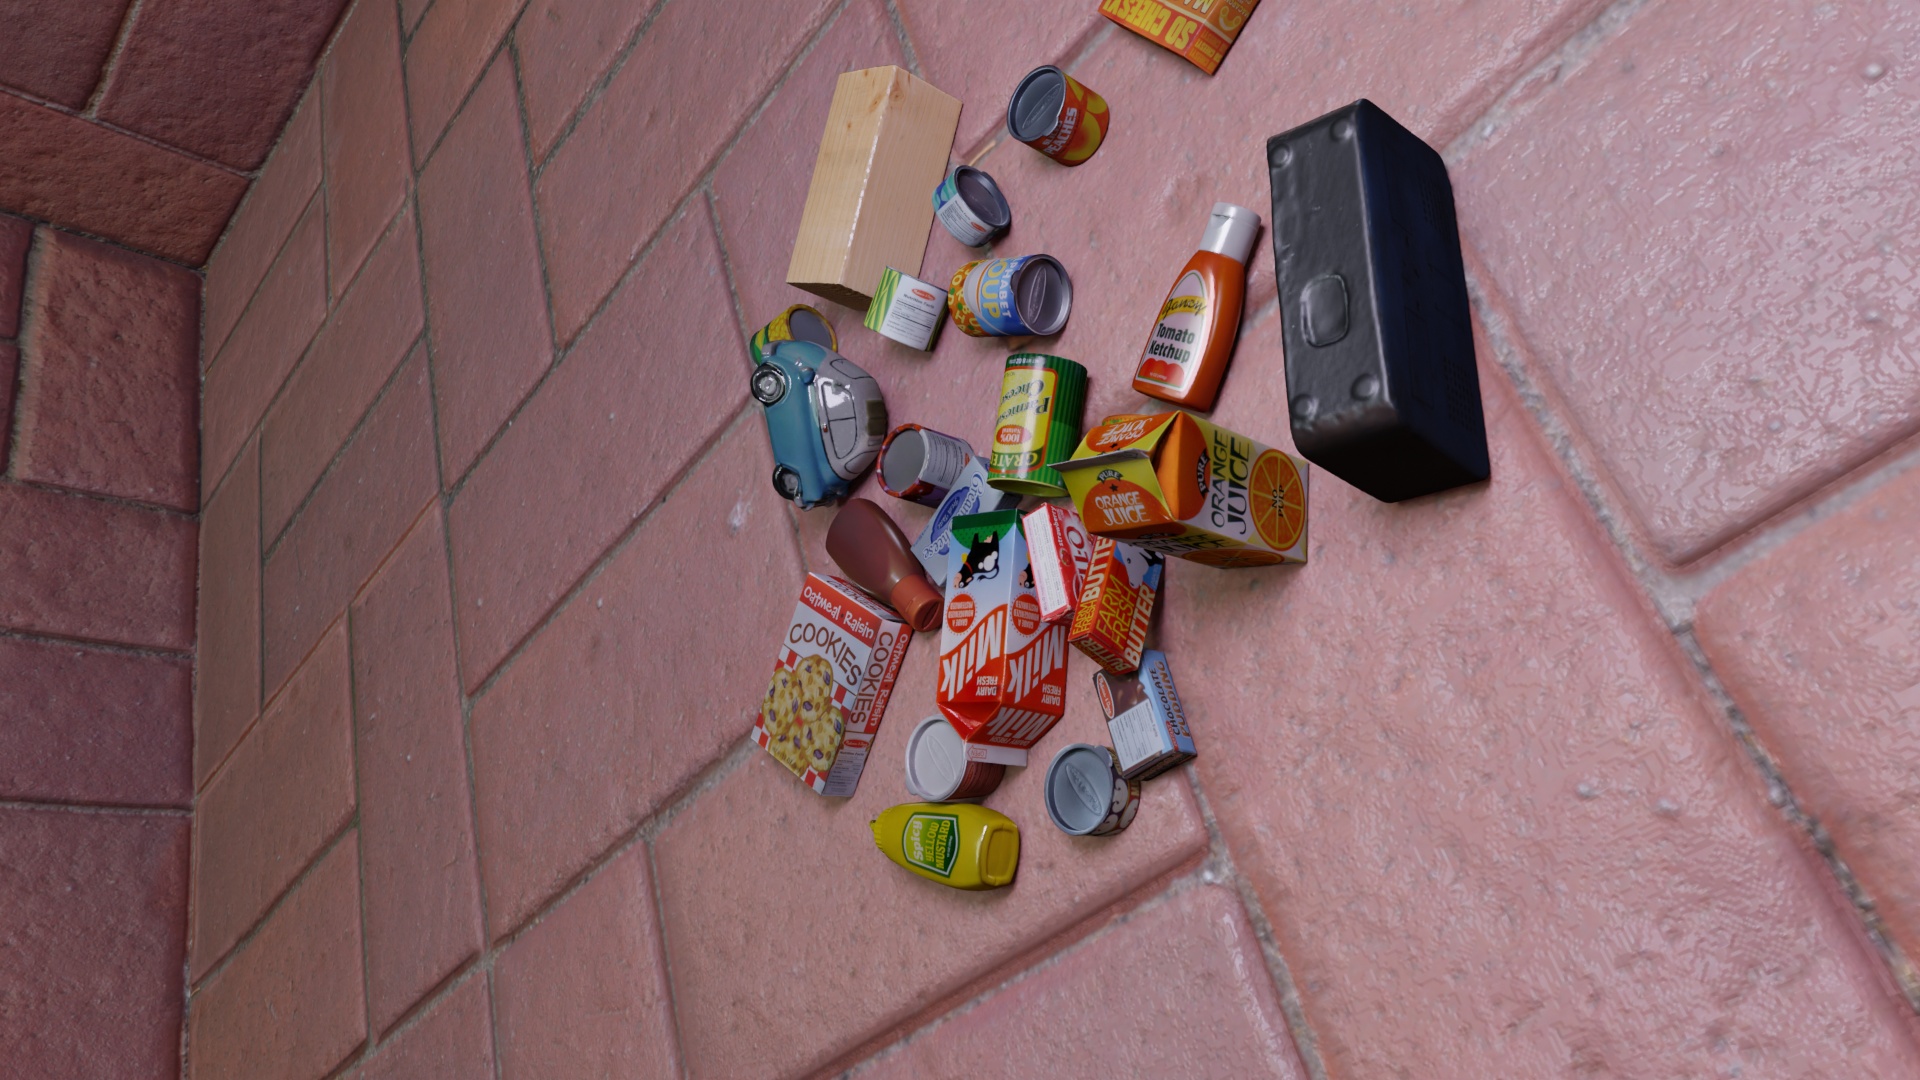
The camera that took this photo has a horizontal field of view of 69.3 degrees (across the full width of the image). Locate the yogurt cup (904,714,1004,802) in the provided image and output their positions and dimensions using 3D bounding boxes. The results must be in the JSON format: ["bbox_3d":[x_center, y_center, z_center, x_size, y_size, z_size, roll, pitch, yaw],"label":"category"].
[{"bbox_3d":[-0.002,0.174,1.099,0.072,0.054,0.072,-15,68,43],"label":"yogurt cup"}]

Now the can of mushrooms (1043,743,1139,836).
[{"bbox_3d":[0.097,0.180,1.009,0.071,0.033,0.071,-16,67,44],"label":"can of mushrooms"}]

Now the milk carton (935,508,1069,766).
[{"bbox_3d":[0.034,0.077,1.076,0.073,0.072,0.191,-7,74,45],"label":"milk carton"}]

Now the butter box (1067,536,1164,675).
[{"bbox_3d":[0.112,0.040,0.993,0.024,0.053,0.104,-21,40,45],"label":"butter box"}]

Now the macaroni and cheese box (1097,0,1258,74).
[{"bbox_3d":[0.196,-0.465,1.087,0.166,0.040,0.124,-58,45,17],"label":"macaroni and cheese box"}]

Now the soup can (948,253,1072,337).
[{"bbox_3d":[0.038,-0.203,1.154,0.084,0.071,0.071,7,84,48],"label":"soup can"}]

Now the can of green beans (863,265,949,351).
[{"bbox_3d":[-0.047,-0.208,1.250,0.071,0.071,0.057,32,103,46],"label":"can of green beans"}]

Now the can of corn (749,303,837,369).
[{"bbox_3d":[-0.165,-0.194,1.370,0.058,0.071,0.071,-29,59,37],"label":"can of corn"}]

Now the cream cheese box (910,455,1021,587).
[{"bbox_3d":[0.004,-0.015,1.169,0.103,0.024,0.053,-55,50,20],"label":"cream cheese box"}]

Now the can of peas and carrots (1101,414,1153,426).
[{"bbox_3d":[0.130,-0.057,1.015,0.071,0.071,0.059,0,78,47],"label":"can of peas and carrots"}]

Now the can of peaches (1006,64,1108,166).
[{"bbox_3d":[0.083,-0.353,1.162,0.071,0.058,0.071,-15,68,43],"label":"can of peaches"}]

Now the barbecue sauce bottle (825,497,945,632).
[{"bbox_3d":[-0.063,0.025,1.217,0.149,0.044,0.064,45,112,43],"label":"barbecue sauce bottle"}]

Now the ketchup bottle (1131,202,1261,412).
[{"bbox_3d":[0.178,-0.171,1.018,0.065,0.043,0.148,24,96,48],"label":"ketchup bottle"}]

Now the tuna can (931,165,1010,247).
[{"bbox_3d":[0.010,-0.294,1.217,0.032,0.071,0.071,-35,55,36],"label":"tuna can"}]

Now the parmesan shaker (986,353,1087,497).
[{"bbox_3d":[0.059,-0.091,1.103,0.071,0.071,0.103,1,79,47],"label":"parmesan shaker"}]

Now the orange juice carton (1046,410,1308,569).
[{"bbox_3d":[0.145,-0.033,0.902,0.071,0.193,0.073,-7,75,45],"label":"orange juice carton"}]

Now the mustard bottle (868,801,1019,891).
[{"bbox_3d":[-0.024,0.239,1.107,0.160,0.049,0.065,-3,75,46],"label":"mustard bottle"}]

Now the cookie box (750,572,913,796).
[{"bbox_3d":[-0.116,0.127,1.245,0.123,0.040,0.167,27,99,47],"label":"cookie box"}]

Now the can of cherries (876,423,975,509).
[{"bbox_3d":[-0.032,-0.062,1.196,0.071,0.058,0.071,-14,70,43],"label":"can of cherries"}]

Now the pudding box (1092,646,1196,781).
[{"bbox_3d":[0.131,0.124,0.992,0.049,0.030,0.084,-38,53,34],"label":"pudding box"}]
